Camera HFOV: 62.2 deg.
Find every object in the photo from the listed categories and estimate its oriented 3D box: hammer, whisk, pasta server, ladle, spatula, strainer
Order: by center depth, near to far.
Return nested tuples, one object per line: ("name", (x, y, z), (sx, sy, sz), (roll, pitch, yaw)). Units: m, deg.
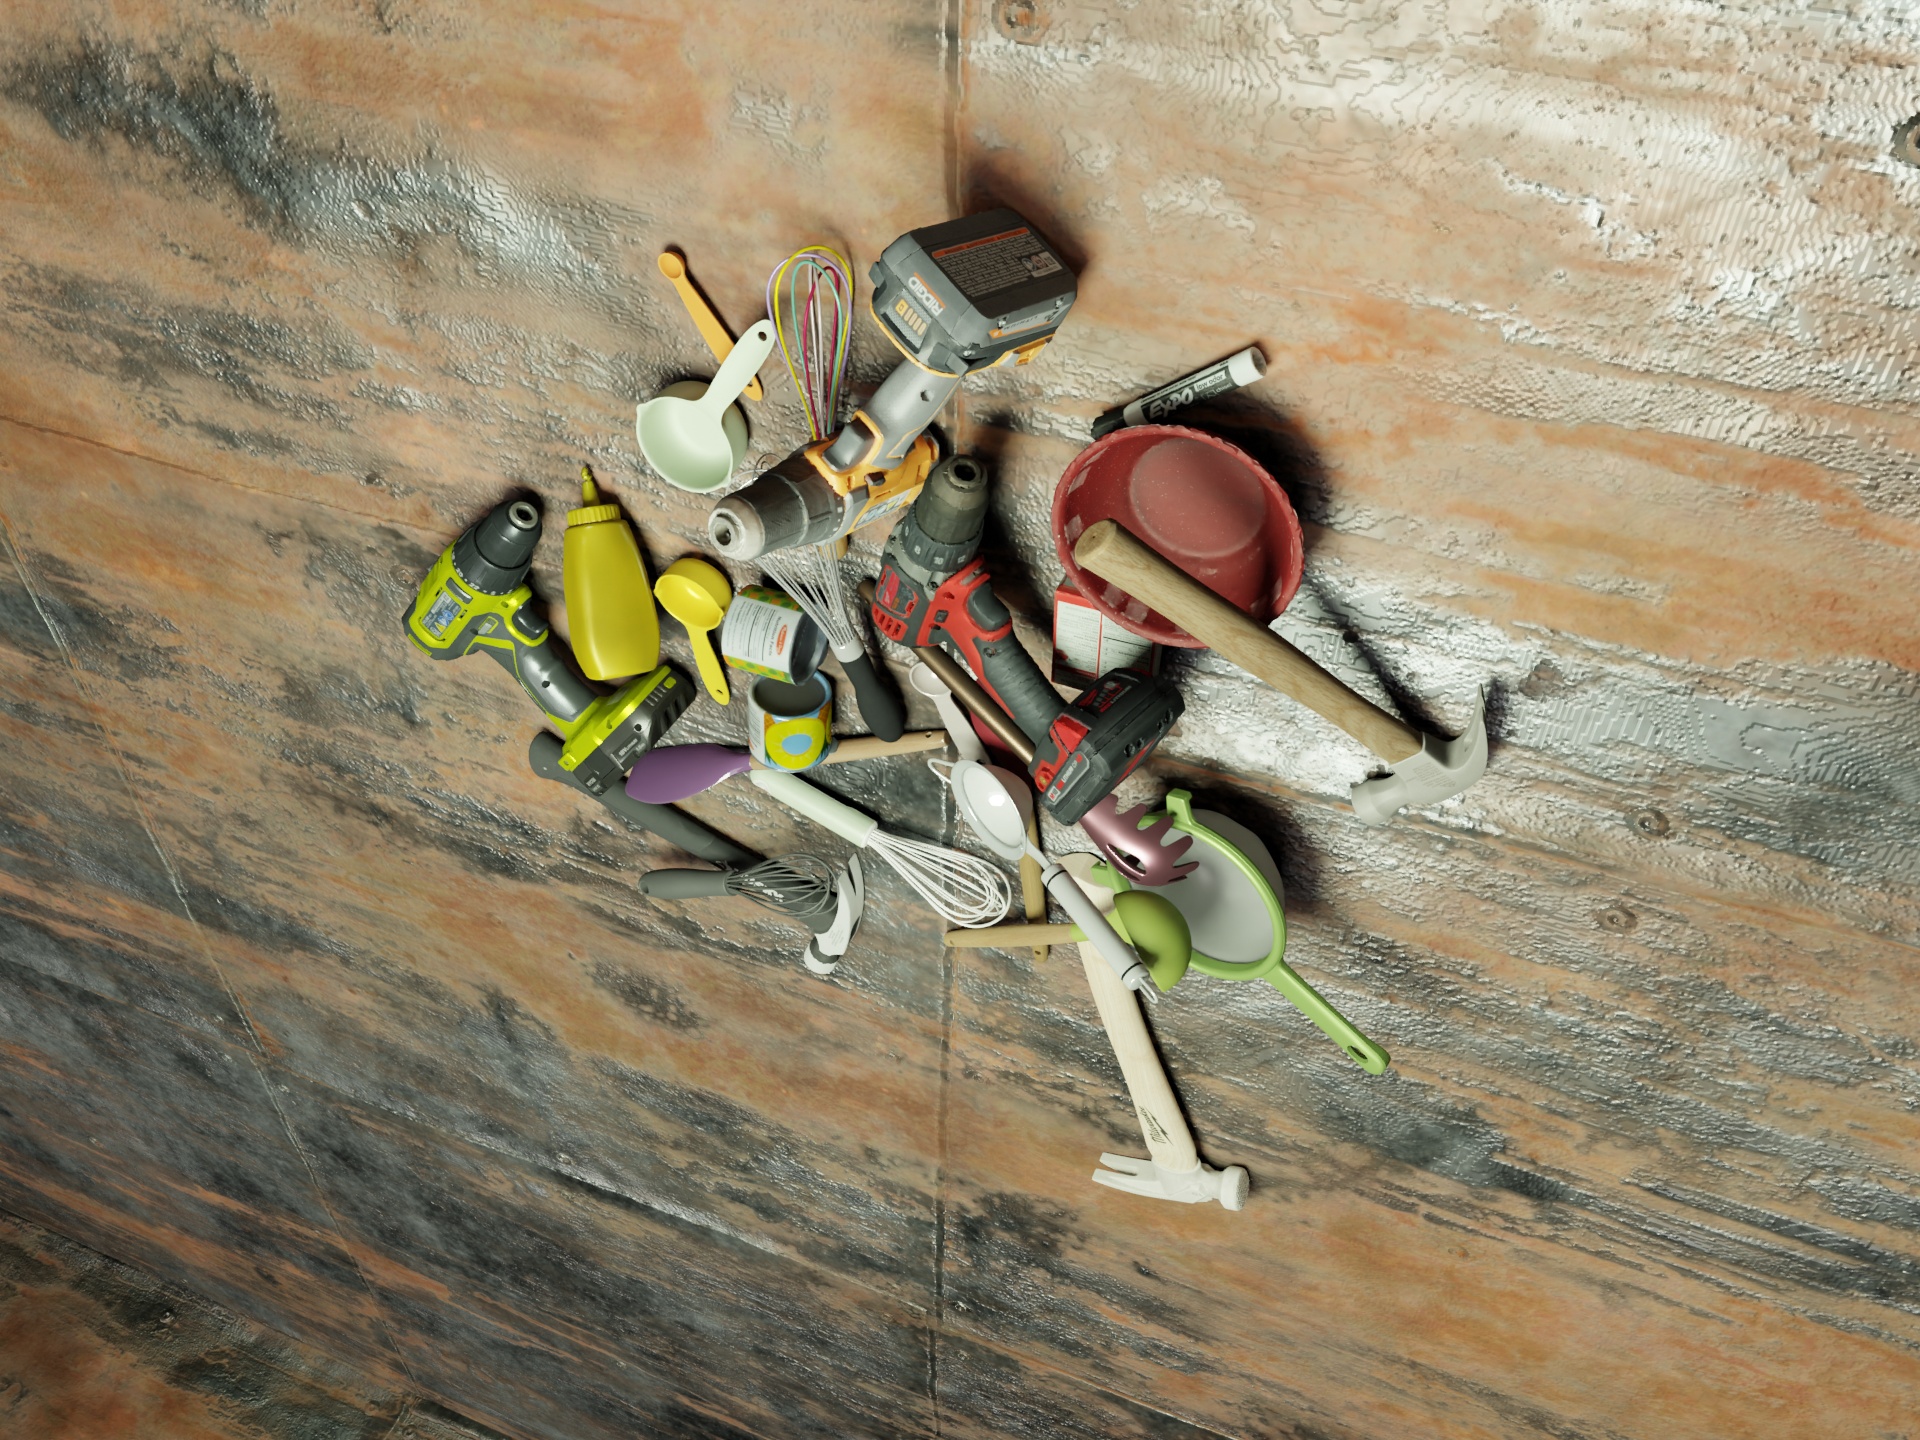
("hammer", (0.205, -0.033, 0.991), (0.331, 0.031, 0.130), (30, 139, -27))
("whisk", (-0.089, -0.205, 1.063), (0.051, 0.047, 0.244), (26, 142, 23))
("pasta server", (0.042, 0.007, 1.139), (0.316, 0.040, 0.060), (45, 146, 11))
("whisk", (-0.093, -0.077, 1.143), (0.070, 0.070, 0.284), (4, 143, 25))
("strainer", (0.065, 0.107, 1.152), (0.259, 0.050, 0.086), (51, 155, 31))
("strainer", (0.225, 0.149, 1.163), (0.256, 0.069, 0.151), (43, 146, 5))
("ladle", (0.068, 0.175, 1.252), (0.320, 0.062, 0.078), (-14, 108, 56))
("ladle", (0.051, 0.085, 1.256), (0.069, 0.031, 0.315), (10, 134, 20))
("spatula", (-0.149, 0.033, 1.305), (0.316, 0.060, 0.018), (-8, 141, 27))
("whisk", (-0.068, 0.098, 1.318), (0.246, 0.059, 0.057), (29, 157, 9))
("hammer", (0.138, 0.275, 1.370), (0.146, 0.038, 0.410), (1, 128, 30))
("whisk", (-0.197, 0.143, 1.379), (0.239, 0.055, 0.055), (-4, 126, 38))
("hammer", (-0.237, 0.103, 1.420), (0.335, 0.035, 0.146), (30, 137, 2))

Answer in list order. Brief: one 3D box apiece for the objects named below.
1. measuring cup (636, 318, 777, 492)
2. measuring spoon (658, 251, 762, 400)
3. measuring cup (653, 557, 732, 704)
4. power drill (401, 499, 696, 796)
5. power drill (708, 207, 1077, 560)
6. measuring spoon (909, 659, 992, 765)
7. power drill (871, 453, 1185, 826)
("measuring cup", (-0.161, -0.224, 1.086), (0.083, 0.038, 0.167), (40, 134, -9))
("measuring spoon", (-0.165, -0.266, 1.072), (0.021, 0.011, 0.116), (-6, 129, 40))
("measuring cup", (-0.199, -0.069, 1.260), (0.062, 0.029, 0.156), (17, 146, 18))
("power drill", (-0.333, -0.062, 1.297), (0.228, 0.080, 0.190), (44, 134, -10))
("power drill", (-0.049, -0.188, 0.952), (0.084, 0.185, 0.226), (49, 133, 8))
("measuring spoon", (-0.002, -0.004, 1.215), (0.034, 0.018, 0.124), (-9, 131, 26))
("power drill", (0.038, -0.057, 1.046), (0.227, 0.080, 0.187), (46, 153, 10))
